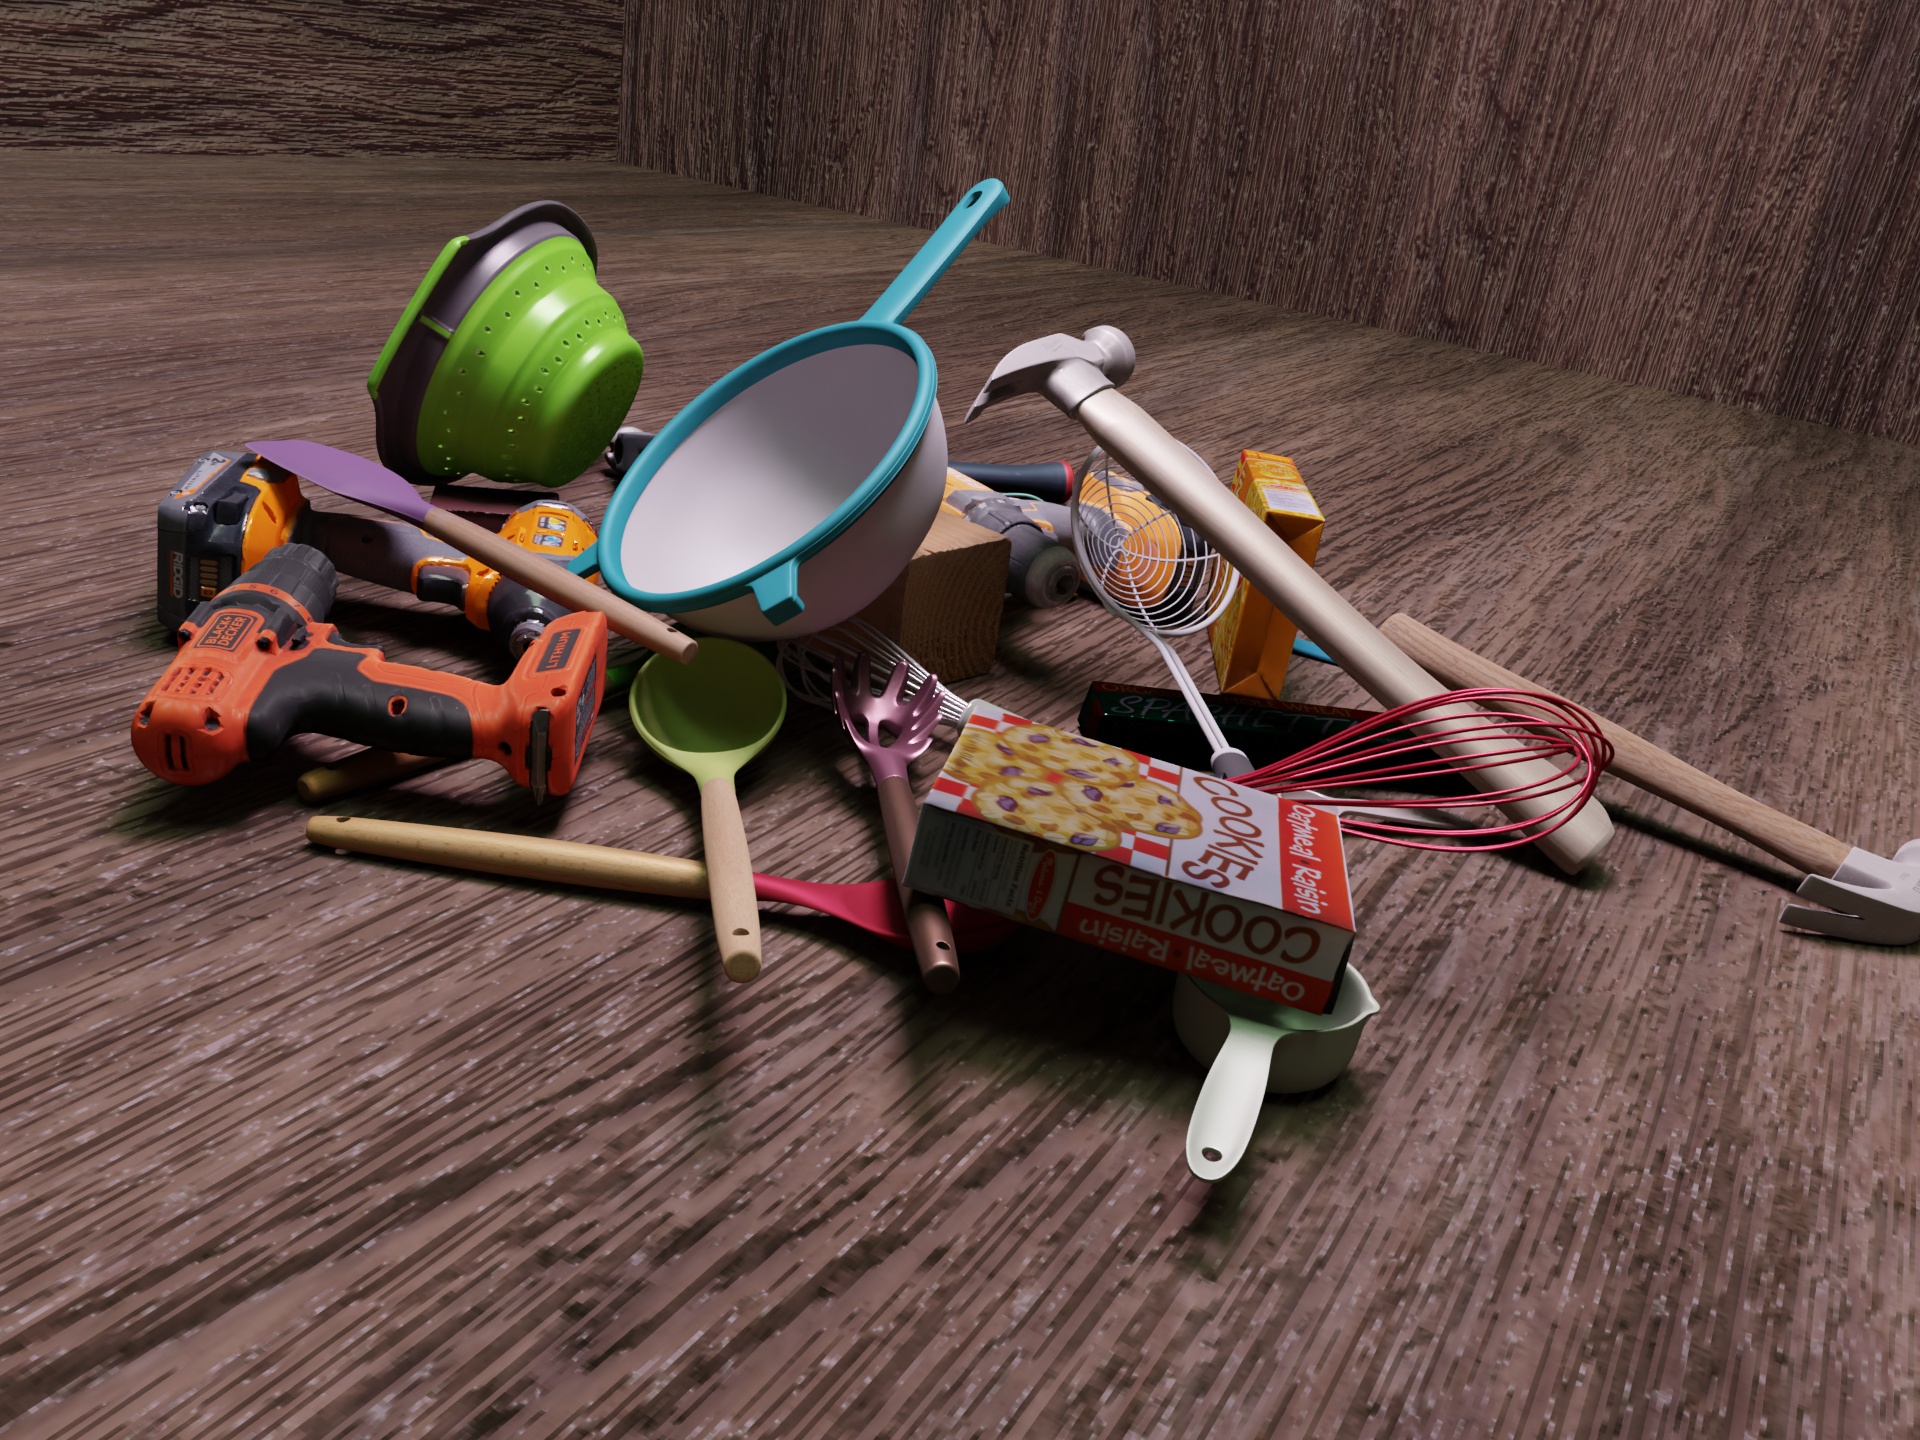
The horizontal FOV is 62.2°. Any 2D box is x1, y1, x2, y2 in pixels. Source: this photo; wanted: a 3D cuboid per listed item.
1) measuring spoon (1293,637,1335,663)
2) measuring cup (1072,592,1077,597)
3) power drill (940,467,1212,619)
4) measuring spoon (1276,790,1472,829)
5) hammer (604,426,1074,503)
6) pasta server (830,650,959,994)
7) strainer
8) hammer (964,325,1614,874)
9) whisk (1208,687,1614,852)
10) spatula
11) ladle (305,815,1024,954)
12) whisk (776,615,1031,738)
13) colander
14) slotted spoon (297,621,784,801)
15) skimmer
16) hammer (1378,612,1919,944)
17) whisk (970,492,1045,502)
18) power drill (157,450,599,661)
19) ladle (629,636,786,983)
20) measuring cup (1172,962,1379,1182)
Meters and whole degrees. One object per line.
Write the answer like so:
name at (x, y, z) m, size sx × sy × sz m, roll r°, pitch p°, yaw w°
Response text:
measuring spoon at (0.270, -0.048, 1.090) m, size 0.129 × 0.021 × 0.042 m, roll 19°, pitch 25°, yaw 19°
measuring cup at (0.027, -0.082, 1.092) m, size 0.062 × 0.029 × 0.156 m, roll 31°, pitch 20°, yaw 37°
power drill at (0.072, -0.119, 1.071) m, size 0.226 × 0.084 × 0.186 m, roll 1°, pitch 23°, yaw -39°
measuring spoon at (0.222, 0.055, 0.853) m, size 0.124 × 0.018 × 0.034 m, roll 7°, pitch 22°, yaw -22°
hammer at (-0.078, -0.201, 1.272) m, size 0.386 × 0.038 × 0.143 m, roll 0°, pitch 11°, yaw -24°
pasta server at (-0.025, 0.034, 0.709) m, size 0.060 × 0.040 × 0.316 m, roll 12°, pitch 17°, yaw -12°
strainer at (-0.052, -0.161, 0.889) m, size 0.211 × 0.095 × 0.340 m, roll 11°, pitch 58°, yaw 44°
hammer at (0.181, -0.066, 0.865) m, size 0.411 × 0.038 × 0.146 m, roll 44°, pitch 39°, yaw 12°
whisk at (0.141, 0.034, 0.726) m, size 0.296 × 0.073 × 0.073 m, roll -7°, pitch 19°, yaw 17°
spatula at (-0.258, -0.096, 0.839) m, size 0.316 × 0.018 × 0.060 m, roll 26°, pitch 23°, yaw 25°
ladle at (-0.123, 0.066, 0.680) m, size 0.315 × 0.031 × 0.069 m, roll 7°, pitch 18°, yaw 1°
whisk at (-0.001, -0.003, 0.866) m, size 0.246 × 0.059 × 0.058 m, roll 24°, pitch 71°, yaw 23°
colander at (-0.262, -0.223, 1.096) m, size 0.094 × 0.204 × 0.397 m, roll 33°, pitch 6°, yaw 2°
slotted spoon at (-0.205, -0.012, 0.833) m, size 0.070 × 0.031 × 0.314 m, roll 25°, pitch 29°, yaw 27°
skimmer at (0.142, -0.035, 0.853) m, size 0.127 × 0.090 × 0.364 m, roll 22°, pitch 28°, yaw -26°
hammer at (0.383, 0.024, 0.900) m, size 0.331 × 0.031 × 0.130 m, roll 32°, pitch 33°, yaw 28°
whisk at (-0.044, -0.153, 1.197) m, size 0.245 × 0.051 × 0.047 m, roll 6°, pitch 29°, yaw 2°
power drill at (-0.319, -0.083, 0.892) m, size 0.226 × 0.084 × 0.164 m, roll 7°, pitch 25°, yaw -14°
ladle at (-0.103, 0.028, 0.682) m, size 0.078 × 0.062 × 0.320 m, roll -2°, pitch 16°, yaw -11°
measuring cup at (0.106, 0.133, 0.597) m, size 0.083 × 0.038 × 0.167 m, roll 16°, pitch 26°, yaw 16°
